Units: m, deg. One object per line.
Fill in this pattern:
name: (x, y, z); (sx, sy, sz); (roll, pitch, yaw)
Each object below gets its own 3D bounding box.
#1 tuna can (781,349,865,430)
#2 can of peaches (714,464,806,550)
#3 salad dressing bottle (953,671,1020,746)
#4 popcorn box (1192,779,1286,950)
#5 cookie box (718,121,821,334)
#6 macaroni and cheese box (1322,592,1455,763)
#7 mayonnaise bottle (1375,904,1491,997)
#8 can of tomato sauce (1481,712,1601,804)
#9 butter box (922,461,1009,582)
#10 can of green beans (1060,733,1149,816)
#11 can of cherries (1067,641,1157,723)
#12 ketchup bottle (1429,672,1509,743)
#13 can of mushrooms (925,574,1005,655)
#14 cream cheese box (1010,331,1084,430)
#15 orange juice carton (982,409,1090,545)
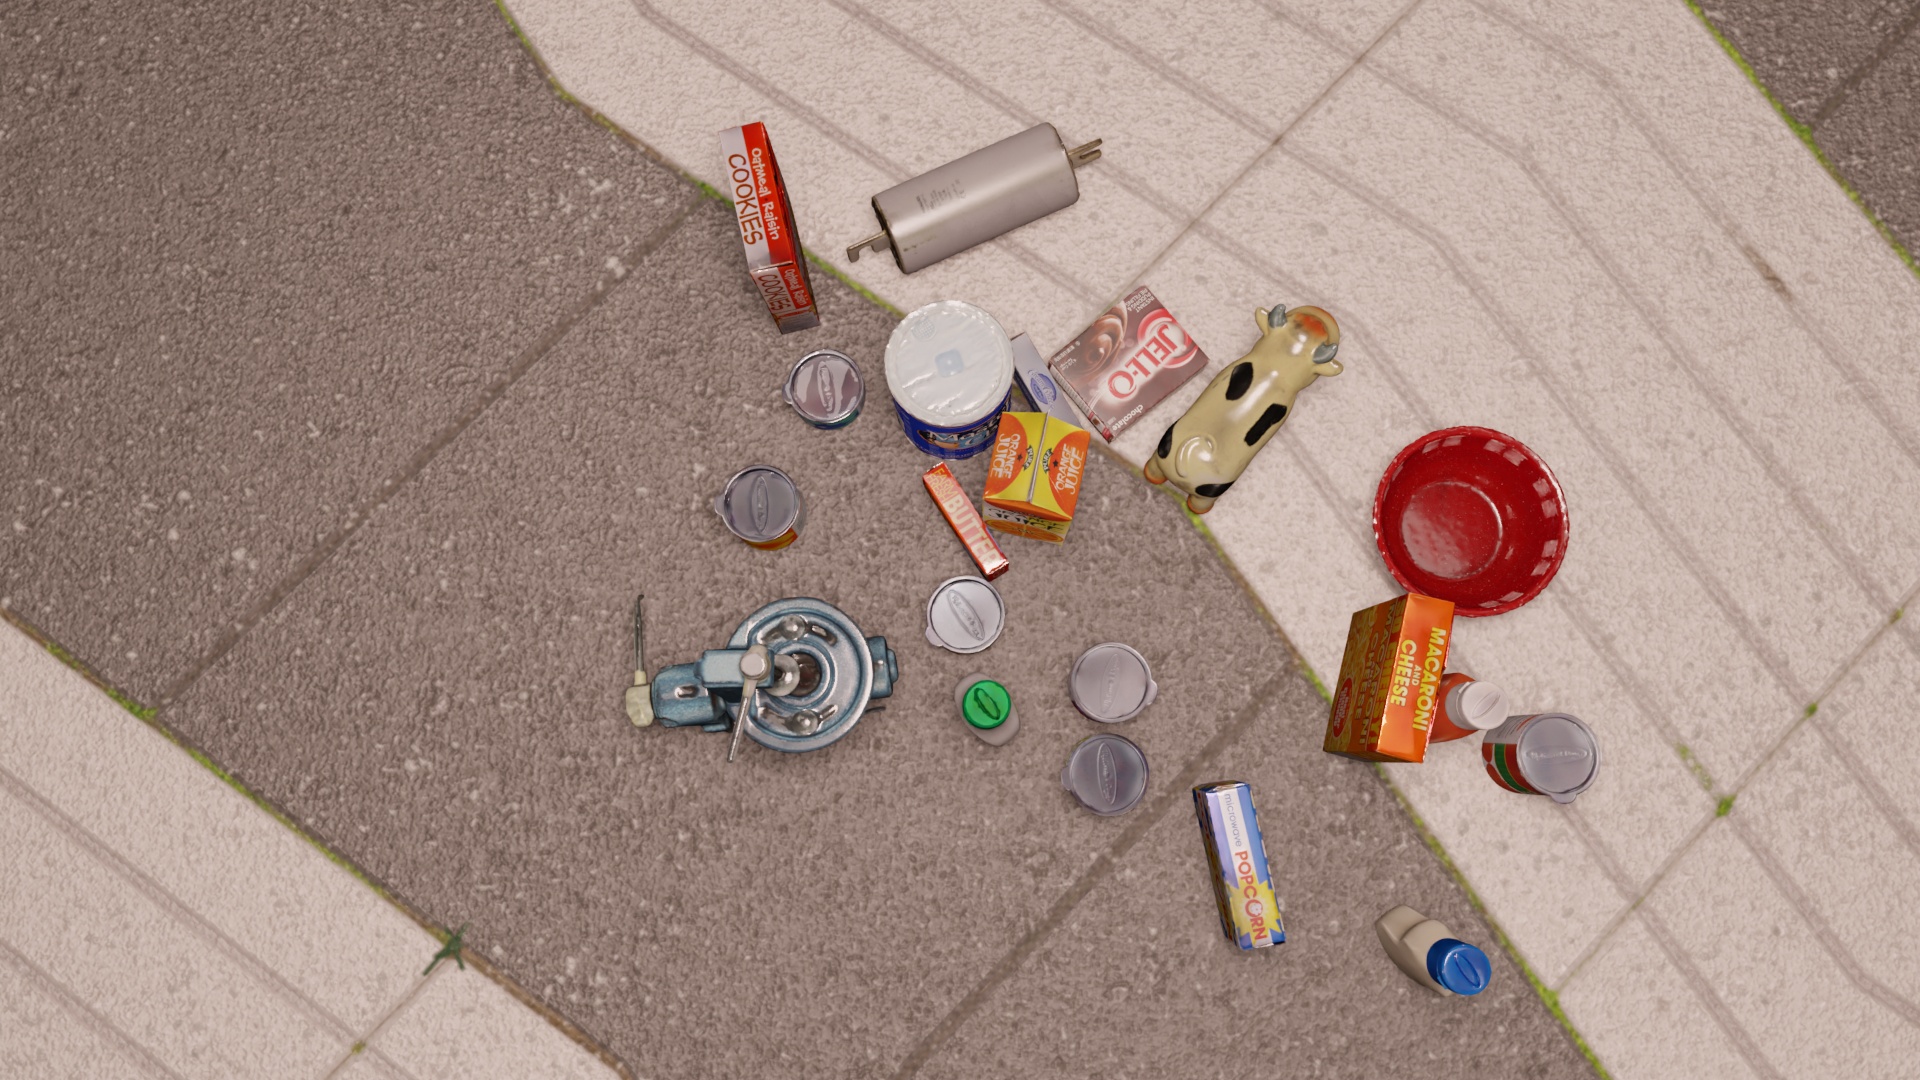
tuna can: (-0.118, -0.130, 1.211); (0.071, 0.033, 0.071); (0, 81, 1)
can of peaches: (-0.169, -0.027, 1.183); (0.071, 0.058, 0.071); (0, 81, 1)
salad dressing bottle: (0.021, 0.134, 1.109); (0.044, 0.147, 0.064); (-36, 83, -4)
popcorn box: (0.222, 0.258, 1.118); (0.038, 0.085, 0.127); (-12, 81, -1)
cookie box: (-0.157, -0.257, 1.164); (0.040, 0.167, 0.123); (-14, 81, -1)
macaroni and cheese box: (0.337, 0.112, 1.098); (0.040, 0.166, 0.124); (14, 82, 3)
mayonnaise bottle: (0.367, 0.321, 1.074); (0.041, 0.148, 0.065); (-34, 82, -4)
can of tomato sauce: (0.470, 0.176, 1.128); (0.071, 0.083, 0.071); (0, 81, 1)
butter box: (0.004, -0.015, 1.181); (0.024, 0.053, 0.103); (-32, 82, -4)
can of green beans: (0.119, 0.192, 1.144); (0.071, 0.057, 0.071); (0, 81, 1)
can of cherries: (0.125, 0.120, 1.155); (0.071, 0.058, 0.071); (0, 81, 1)
ketchup bottle: (0.390, 0.132, 1.103); (0.065, 0.148, 0.043); (-43, 83, -5)
can of mushrooms: (0.003, 0.065, 1.178); (0.071, 0.033, 0.071); (0, 81, 1)
cream cheese box: (0.071, -0.125, 1.197); (0.024, 0.053, 0.104); (-30, 82, -3)
orange juice carton: (0.060, -0.050, 1.115); (0.073, 0.192, 0.072); (13, 82, 3)
